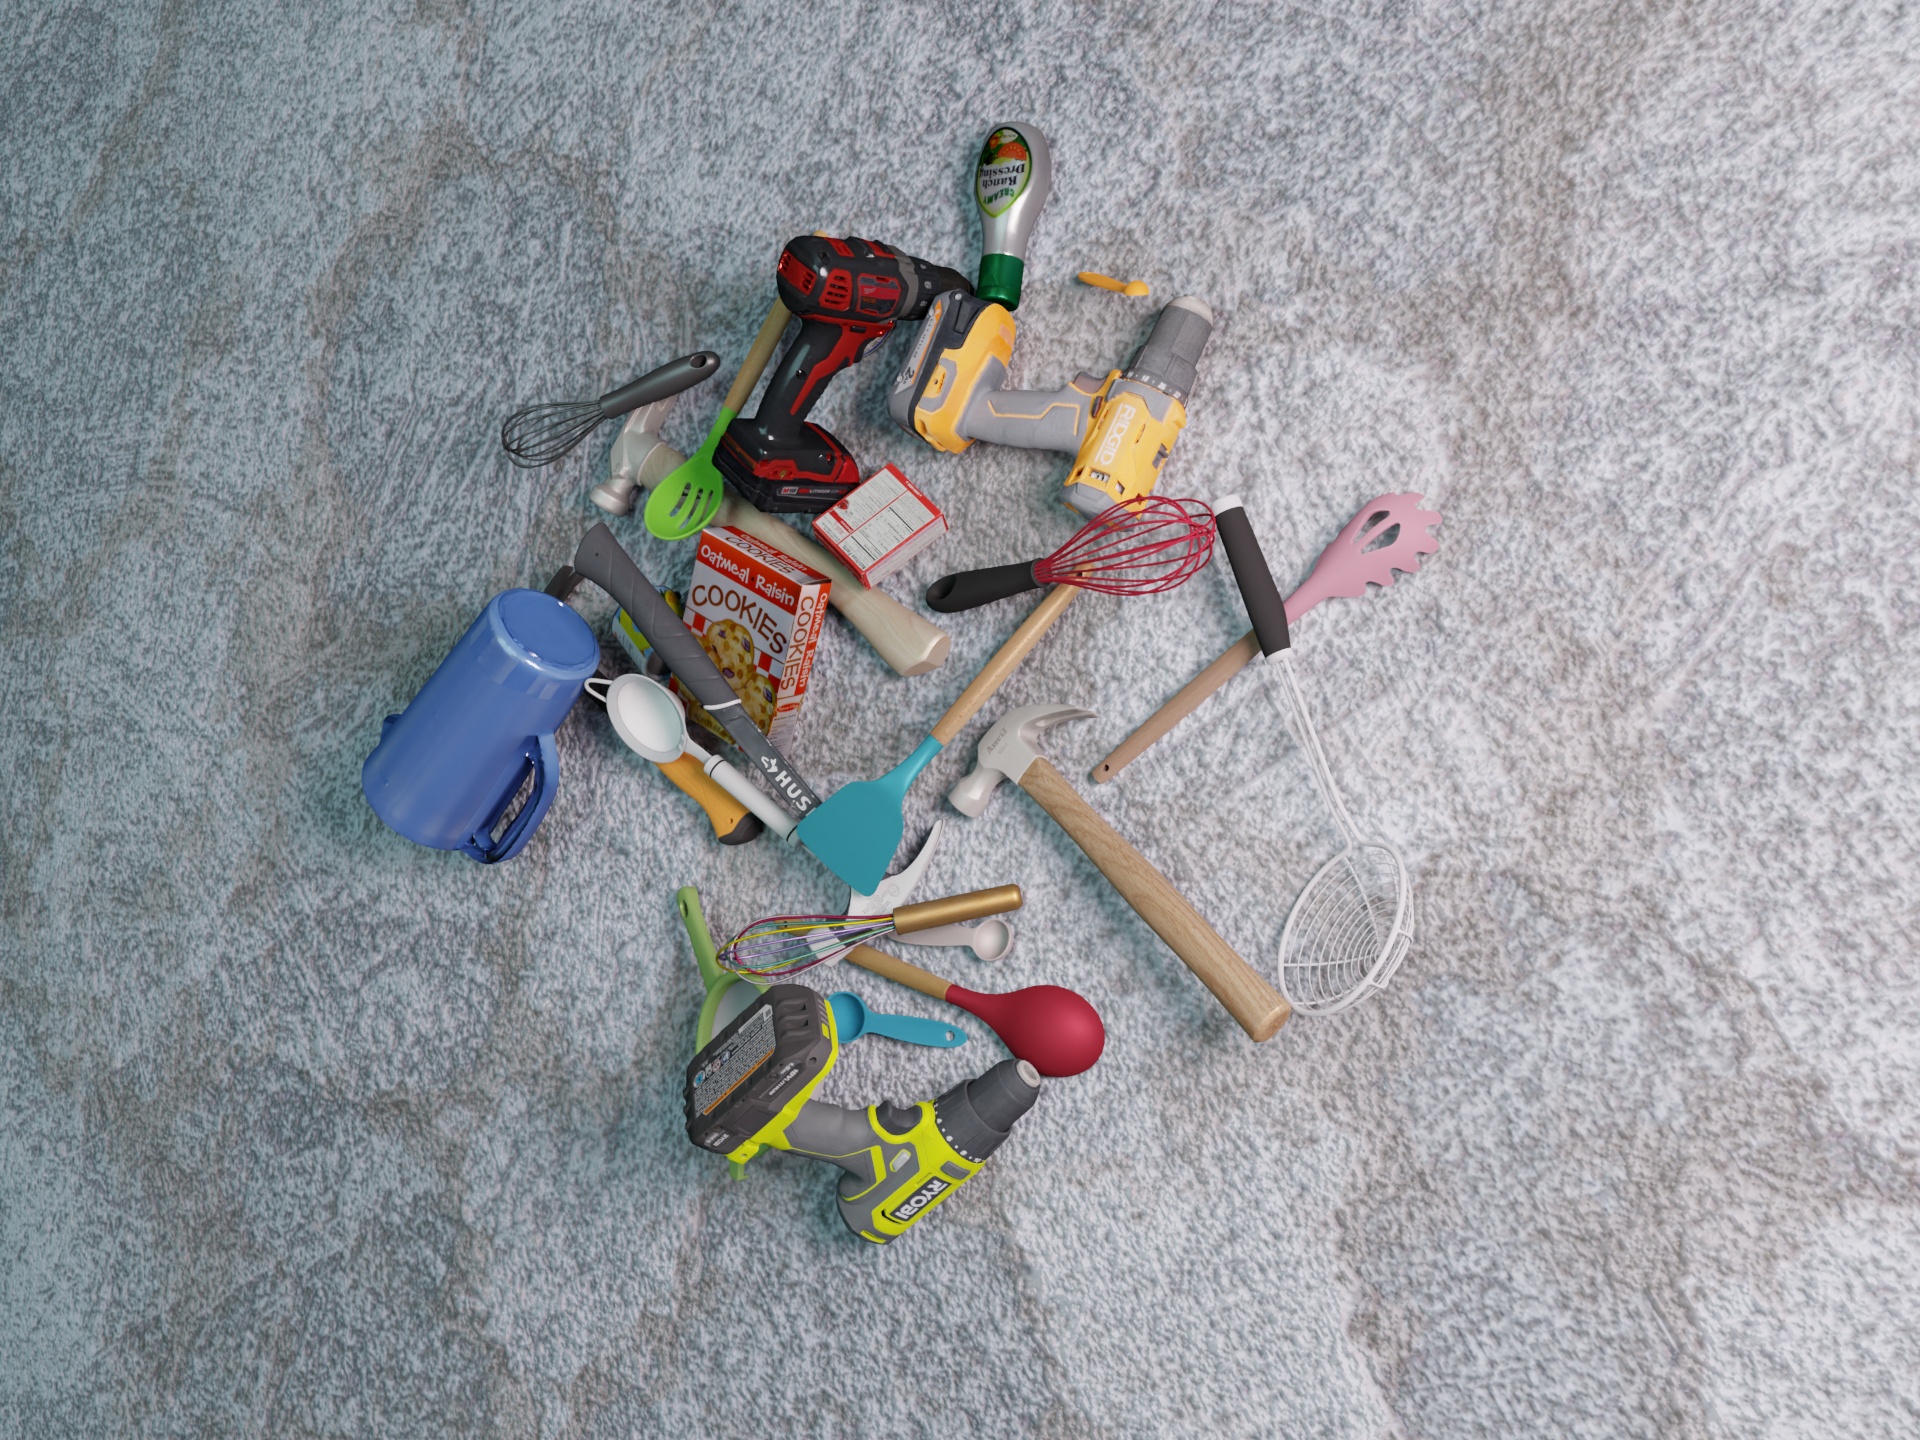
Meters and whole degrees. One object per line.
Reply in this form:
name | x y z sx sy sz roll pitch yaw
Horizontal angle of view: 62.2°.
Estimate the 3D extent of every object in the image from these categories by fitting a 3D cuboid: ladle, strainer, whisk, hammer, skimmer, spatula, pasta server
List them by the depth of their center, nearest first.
skimmer | 0.219 0.017 1.096 0.127 0.090 0.363 -34 71 58
hammer | 0.121 0.105 1.161 0.332 0.031 0.130 46 109 36
pasta server | 0.216 -0.054 1.167 0.316 0.040 0.060 -43 65 22
whisk | 0.076 -0.116 1.207 0.296 0.073 0.073 -9 78 46
whisk | -0.072 0.163 1.246 0.245 0.051 0.047 -12 112 1
spatula | -0.002 -0.004 1.251 0.082 0.044 0.317 41 88 9
ladle | -0.028 0.207 1.268 0.316 0.031 0.069 17 93 32
hammer | -0.179 -0.001 1.302 0.149 0.036 0.409 -41 83 5
strainer | -0.174 0.240 1.329 0.151 0.069 0.257 -58 44 33
strainer | -0.214 0.034 1.355 0.258 0.050 0.086 38 132 17
hammer | -0.161 -0.167 1.389 0.411 0.038 0.146 35 99 28
hammer | -0.290 -0.006 1.441 0.337 0.034 0.127 40 104 28
whisk | -0.322 -0.289 1.452 0.239 0.055 0.055 -18 75 19

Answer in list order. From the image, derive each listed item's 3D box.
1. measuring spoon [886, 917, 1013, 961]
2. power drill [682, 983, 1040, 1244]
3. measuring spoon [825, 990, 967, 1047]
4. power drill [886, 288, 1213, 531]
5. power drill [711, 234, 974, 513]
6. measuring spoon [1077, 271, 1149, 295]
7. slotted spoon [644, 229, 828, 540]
measuring spoon | -0.008 0.173 1.270 0.124 0.018 0.034 0 68 36
power drill | -0.070 0.286 1.176 0.190 0.228 0.080 -44 33 18
measuring spoon | -0.052 0.246 1.284 0.129 0.021 0.042 6 85 21
power drill | 0.075 -0.268 1.246 0.226 0.084 0.185 26 91 26
power drill | -0.093 -0.286 1.310 0.080 0.187 0.226 45 124 31
measuring spoon | 0.117 -0.342 1.234 0.117 0.021 0.011 -129 34 -61
slotted spoon | -0.189 -0.294 1.399 0.070 0.031 0.314 22 82 25
